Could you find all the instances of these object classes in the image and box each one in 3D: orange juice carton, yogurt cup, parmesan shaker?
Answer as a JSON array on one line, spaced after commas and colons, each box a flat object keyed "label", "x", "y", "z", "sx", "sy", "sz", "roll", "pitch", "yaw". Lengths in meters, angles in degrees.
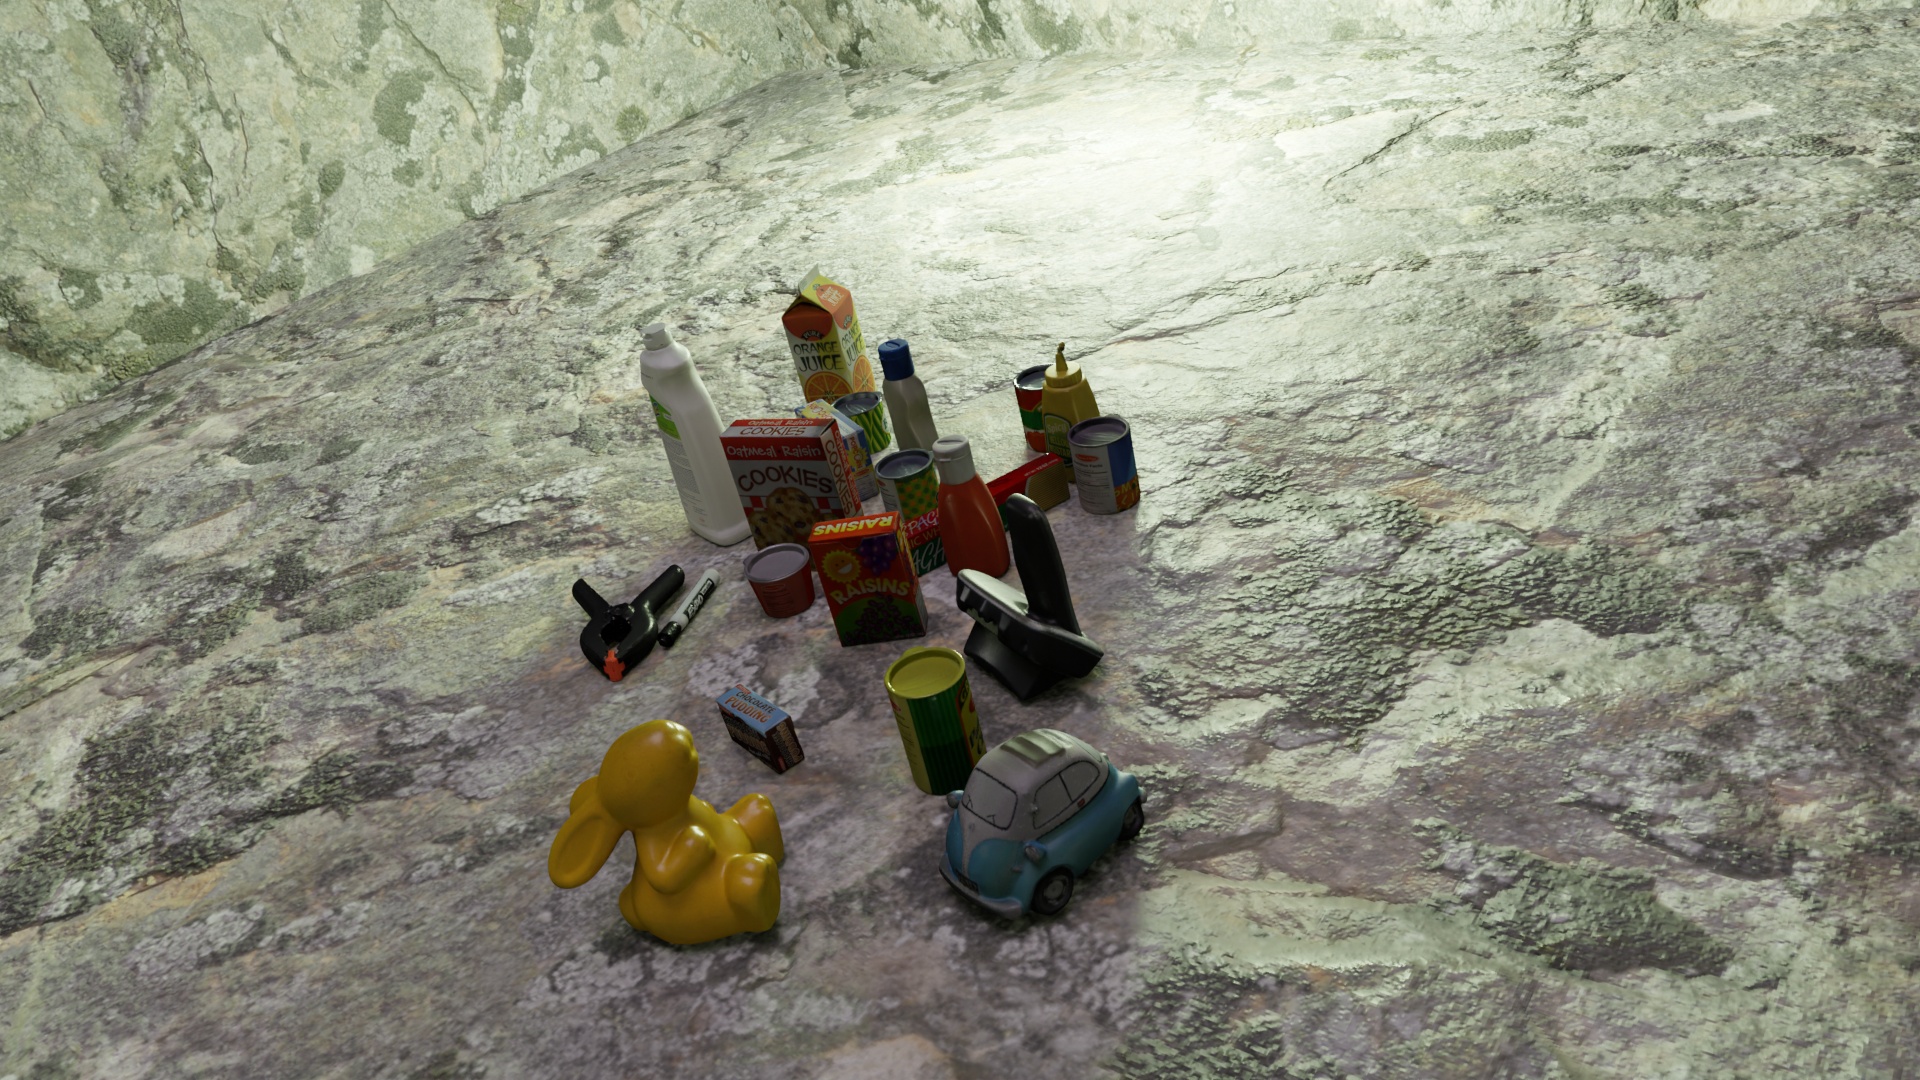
[{"label": "orange juice carton", "x": -0.169, "y": -0.251, "z": 1.768, "sx": 0.073, "sy": 0.191, "sz": 0.072, "roll": -2, "pitch": 32, "yaw": 20}, {"label": "yogurt cup", "x": -0.182, "y": 0.043, "z": 1.421, "sx": 0.072, "sy": 0.053, "sz": 0.073, "roll": -10, "pitch": 30, "yaw": 6}, {"label": "parmesan shaker", "x": -0.019, "y": 0.146, "z": 1.133, "sx": 0.071, "sy": 0.102, "sz": 0.071, "roll": -10, "pitch": 30, "yaw": 6}]

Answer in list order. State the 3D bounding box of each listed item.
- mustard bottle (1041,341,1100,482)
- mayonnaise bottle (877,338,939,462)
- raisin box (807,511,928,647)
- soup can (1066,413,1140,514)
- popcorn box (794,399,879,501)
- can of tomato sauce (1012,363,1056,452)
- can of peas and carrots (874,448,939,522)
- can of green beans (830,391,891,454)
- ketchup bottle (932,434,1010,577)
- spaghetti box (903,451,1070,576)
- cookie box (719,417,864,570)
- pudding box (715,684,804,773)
[{"label": "mustard bottle", "x": 0.117, "y": -0.140, "z": 1.497, "sx": 0.065, "sy": 0.159, "sz": 0.049, "roll": 18, "pitch": 43, "yaw": 43}, {"label": "mayonnaise bottle", "x": -0.061, "y": -0.161, "z": 1.618, "sx": 0.041, "sy": 0.147, "sz": 0.065, "roll": -29, "pitch": 33, "yaw": -24}, {"label": "raisin box", "x": -0.087, "y": 0.038, "z": 1.321, "sx": 0.086, "sy": 0.122, "sz": 0.040, "roll": -8, "pitch": 31, "yaw": 11}, {"label": "soup can", "x": 0.153, "y": -0.080, "z": 1.458, "sx": 0.071, "sy": 0.083, "sz": 0.072, "roll": -10, "pitch": 30, "yaw": 6}, {"label": "popcorn box", "x": -0.144, "y": -0.105, "z": 1.621, "sx": 0.038, "sy": 0.084, "sz": 0.127, "roll": -25, "pitch": 32, "yaw": -19}, {"label": "can of tomato sauce", "x": 0.101, "y": -0.152, "z": 1.599, "sx": 0.071, "sy": 0.082, "sz": 0.071, "roll": -10, "pitch": 30, "yaw": 6}, {"label": "can of peas and carrots", "x": -0.054, "y": -0.062, "z": 1.537, "sx": 0.071, "sy": 0.058, "sz": 0.071, "roll": -10, "pitch": 30, "yaw": 6}, {"label": "can of green beans", "x": -0.122, "y": -0.142, "z": 1.700, "sx": 0.071, "sy": 0.057, "sz": 0.071, "roll": -10, "pitch": 30, "yaw": 6}, {"label": "ketchup bottle", "x": 0.005, "y": -0.032, "z": 1.374, "sx": 0.065, "sy": 0.148, "sz": 0.044, "roll": 1, "pitch": 33, "yaw": 24}, {"label": "spaghetti box", "x": 0.005, "y": -0.018, "z": 1.449, "sx": 0.251, "sy": 0.050, "sz": 0.029, "roll": -27, "pitch": 33, "yaw": -22}, {"label": "cookie box", "x": -0.169, "y": -0.047, "z": 1.453, "sx": 0.123, "sy": 0.166, "sz": 0.040, "roll": 2, "pitch": 34, "yaw": 25}, {"label": "pudding box", "x": -0.176, "y": 0.164, "z": 1.220, "sx": 0.030, "sy": 0.049, "sz": 0.084, "roll": -32, "pitch": 35, "yaw": -28}]
